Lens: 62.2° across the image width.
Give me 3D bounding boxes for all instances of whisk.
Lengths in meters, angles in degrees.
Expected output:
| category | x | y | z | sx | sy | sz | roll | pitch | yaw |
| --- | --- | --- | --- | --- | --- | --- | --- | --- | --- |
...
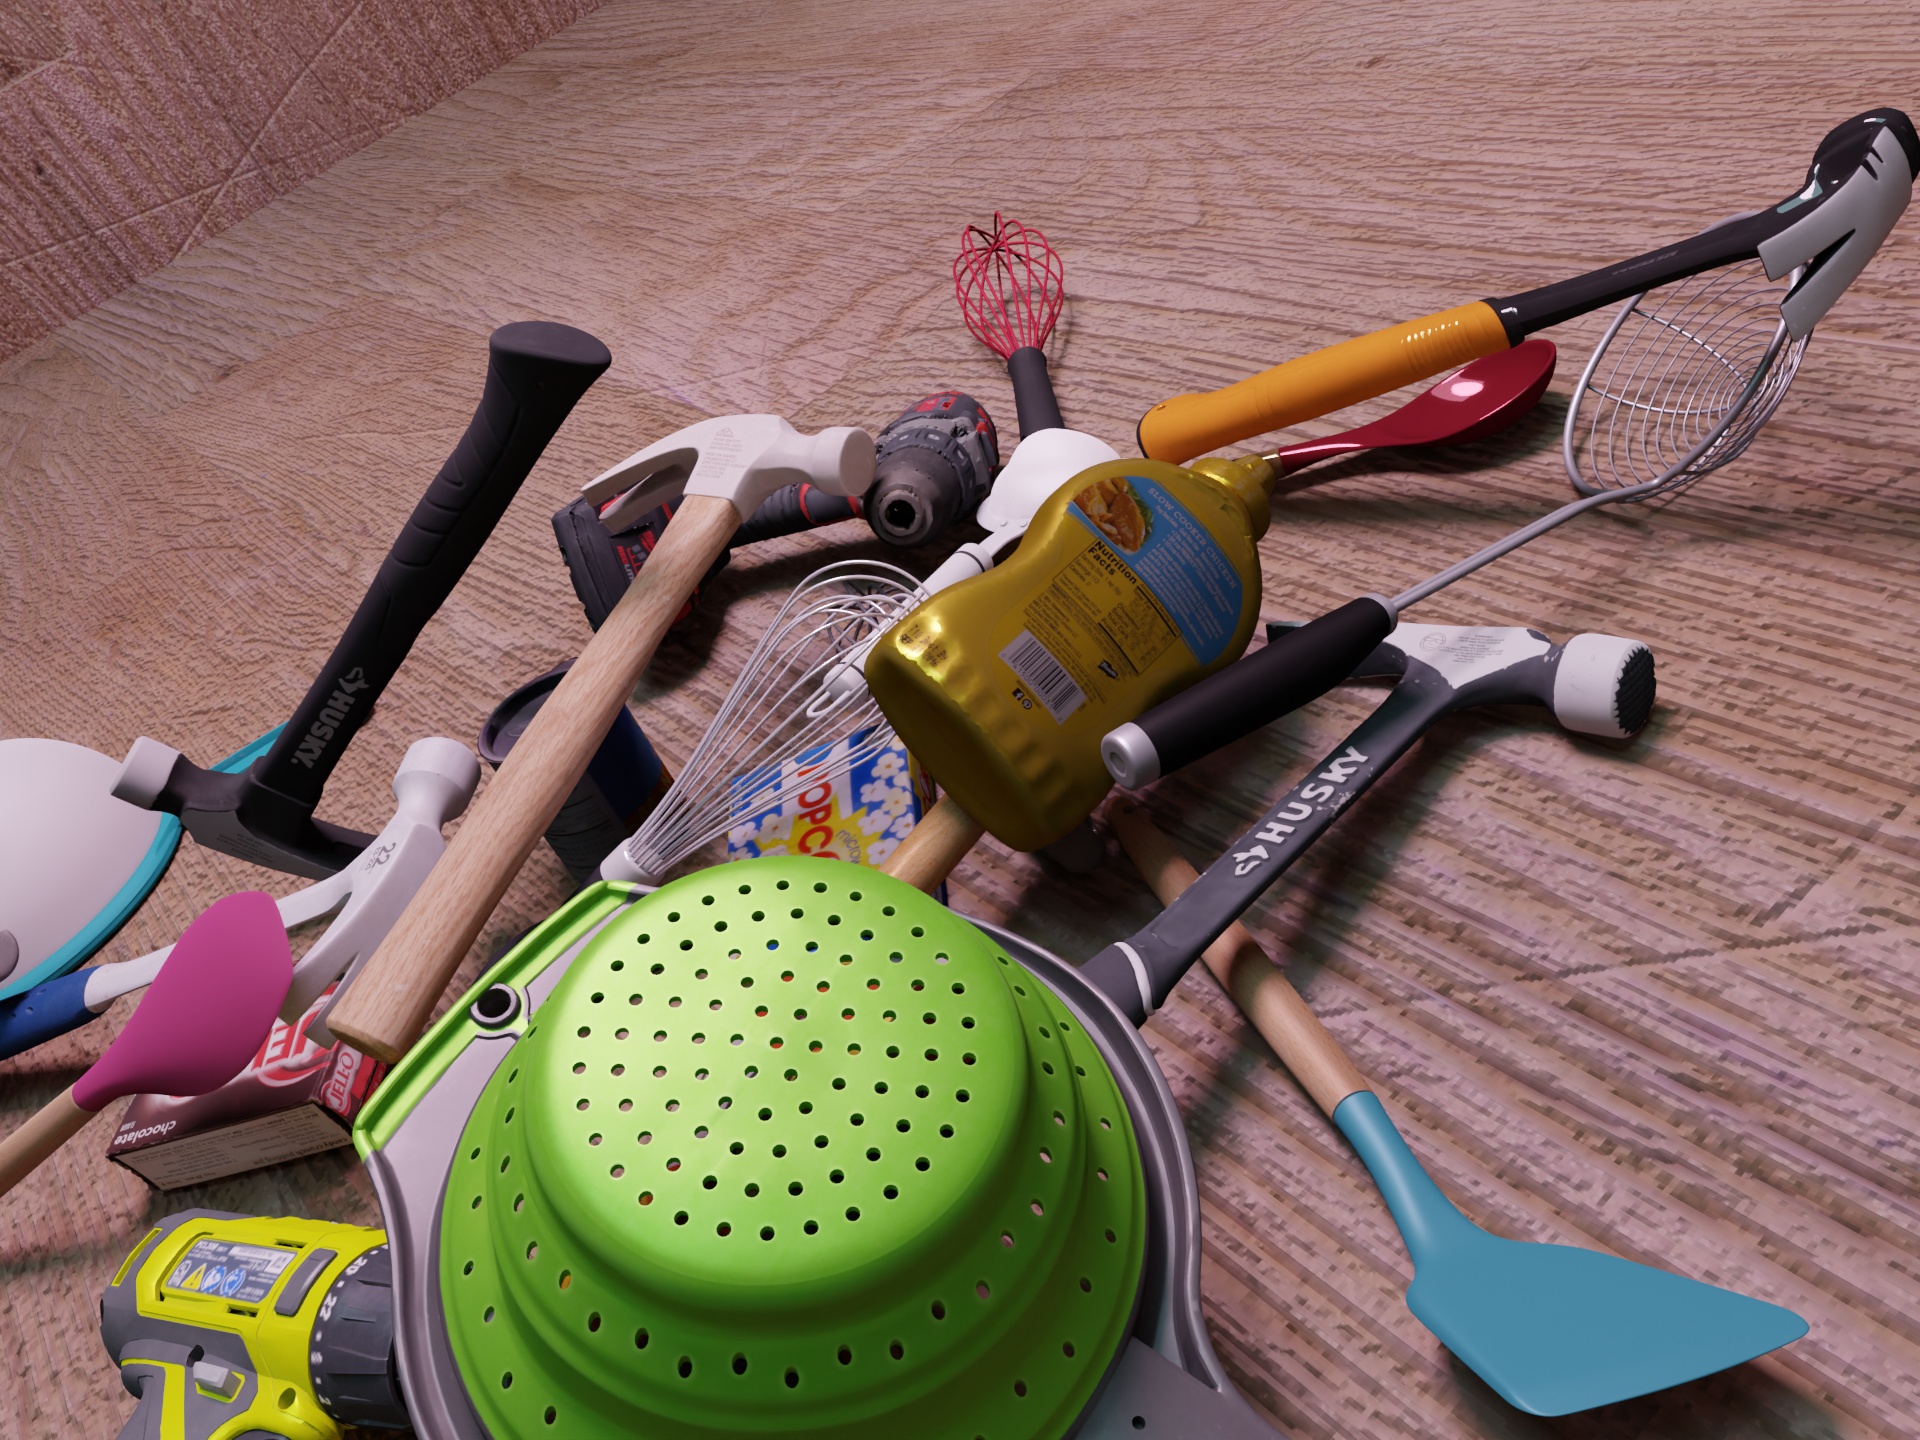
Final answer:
| category | x | y | z | sx | sy | sz | roll | pitch | yaw |
| --- | --- | --- | --- | --- | --- | --- | --- | --- | --- |
| whisk | -0.001 | -0.003 | 0.704 | 0.055 | 0.055 | 0.239 | -32 | 39 | -8 |
| whisk | 0.040 | -0.001 | 0.636 | 0.051 | 0.047 | 0.245 | 26 | 55 | 24 |
| whisk | -0.113 | 0.040 | 0.647 | 0.284 | 0.070 | 0.070 | -42 | 31 | 19 |
| whisk | 0.038 | -0.221 | 0.945 | 0.073 | 0.073 | 0.296 | -19 | 41 | 11 |

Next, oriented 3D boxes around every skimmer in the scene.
| category | x | y | z | sx | sy | sz | roll | pitch | yaw |
| --- | --- | --- | --- | --- | --- | --- | --- | --- | --- |
| skimmer | 0.190 | -0.091 | 0.611 | 0.363 | 0.090 | 0.127 | -28 | 0 | -21 |

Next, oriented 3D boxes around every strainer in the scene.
| category | x | y | z | sx | sy | sz | roll | pitch | yaw |
| --- | --- | --- | --- | --- | --- | --- | --- | --- | --- |
| strainer | 0.010 | -0.078 | 0.734 | 0.087 | 0.050 | 0.258 | 7 | 41 | 38 |
| strainer | -0.515 | 0.045 | 0.921 | 0.340 | 0.095 | 0.211 | -32 | 36 | -6 |

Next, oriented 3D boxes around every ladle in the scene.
| category | x | y | z | sx | sy | sz | roll | pitch | yaw |
| --- | --- | --- | --- | --- | --- | --- | --- | --- | --- |
| ladle | 0.133 | -0.120 | 0.782 | 0.315 | 0.031 | 0.069 | -15 | 27 | 18 |

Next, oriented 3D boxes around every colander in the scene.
| category | x | y | z | sx | sy | sz | roll | pitch | yaw |
| --- | --- | --- | --- | --- | --- | --- | --- | --- | --- |
| colander | 0.027 | 0.136 | 0.350 | 0.397 | 0.094 | 0.204 | 27 | 54 | 21 |

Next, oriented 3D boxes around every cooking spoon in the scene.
| category | x | y | z | sx | sy | sz | roll | pitch | yaw |
| --- | --- | --- | --- | --- | --- | --- | --- | --- | --- |
| cooking spoon | -0.373 | 0.167 | 0.656 | 0.319 | 0.017 | 0.069 | -37 | 65 | 22 |

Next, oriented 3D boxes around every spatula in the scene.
| category | x | y | z | sx | sy | sz | roll | pitch | yaw |
| --- | --- | --- | --- | --- | --- | --- | --- | --- | --- |
| spatula | 0.115 | 0.098 | 0.505 | 0.082 | 0.044 | 0.318 | -8 | 30 | -17 |

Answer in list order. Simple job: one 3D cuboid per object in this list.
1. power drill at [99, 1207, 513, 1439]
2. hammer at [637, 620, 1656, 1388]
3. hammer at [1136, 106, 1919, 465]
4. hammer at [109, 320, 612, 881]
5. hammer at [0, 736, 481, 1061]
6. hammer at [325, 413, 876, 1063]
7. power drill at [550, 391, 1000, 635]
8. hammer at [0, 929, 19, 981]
| category | x | y | z | sx | sy | sz | roll | pitch | yaw |
| --- | --- | --- | --- | --- | --- | --- | --- | --- | --- |
| power drill | -0.241 | 0.262 | 0.496 | 0.190 | 0.080 | 0.229 | -4 | 39 | 29 |
| hammer | 0.064 | 0.070 | 0.517 | 0.149 | 0.036 | 0.409 | 14 | 40 | 45 |
| hammer | 0.197 | -0.152 | 0.653 | 0.337 | 0.034 | 0.127 | -10 | 27 | 50 |
| hammer | -0.253 | -0.045 | 0.722 | 0.334 | 0.146 | 0.035 | -47 | 27 | 27 |
| hammer | -0.395 | 0.126 | 0.738 | 0.405 | 0.035 | 0.144 | -21 | 37 | 25 |
| hammer | -0.161 | -0.008 | 0.675 | 0.130 | 0.031 | 0.331 | 9 | 57 | 30 |
| power drill | -0.092 | -0.106 | 0.828 | 0.226 | 0.080 | 0.188 | -15 | 18 | 12 |
| hammer | -0.529 | 0.253 | 0.675 | 0.149 | 0.036 | 0.359 | -20 | 44 | 28 |
